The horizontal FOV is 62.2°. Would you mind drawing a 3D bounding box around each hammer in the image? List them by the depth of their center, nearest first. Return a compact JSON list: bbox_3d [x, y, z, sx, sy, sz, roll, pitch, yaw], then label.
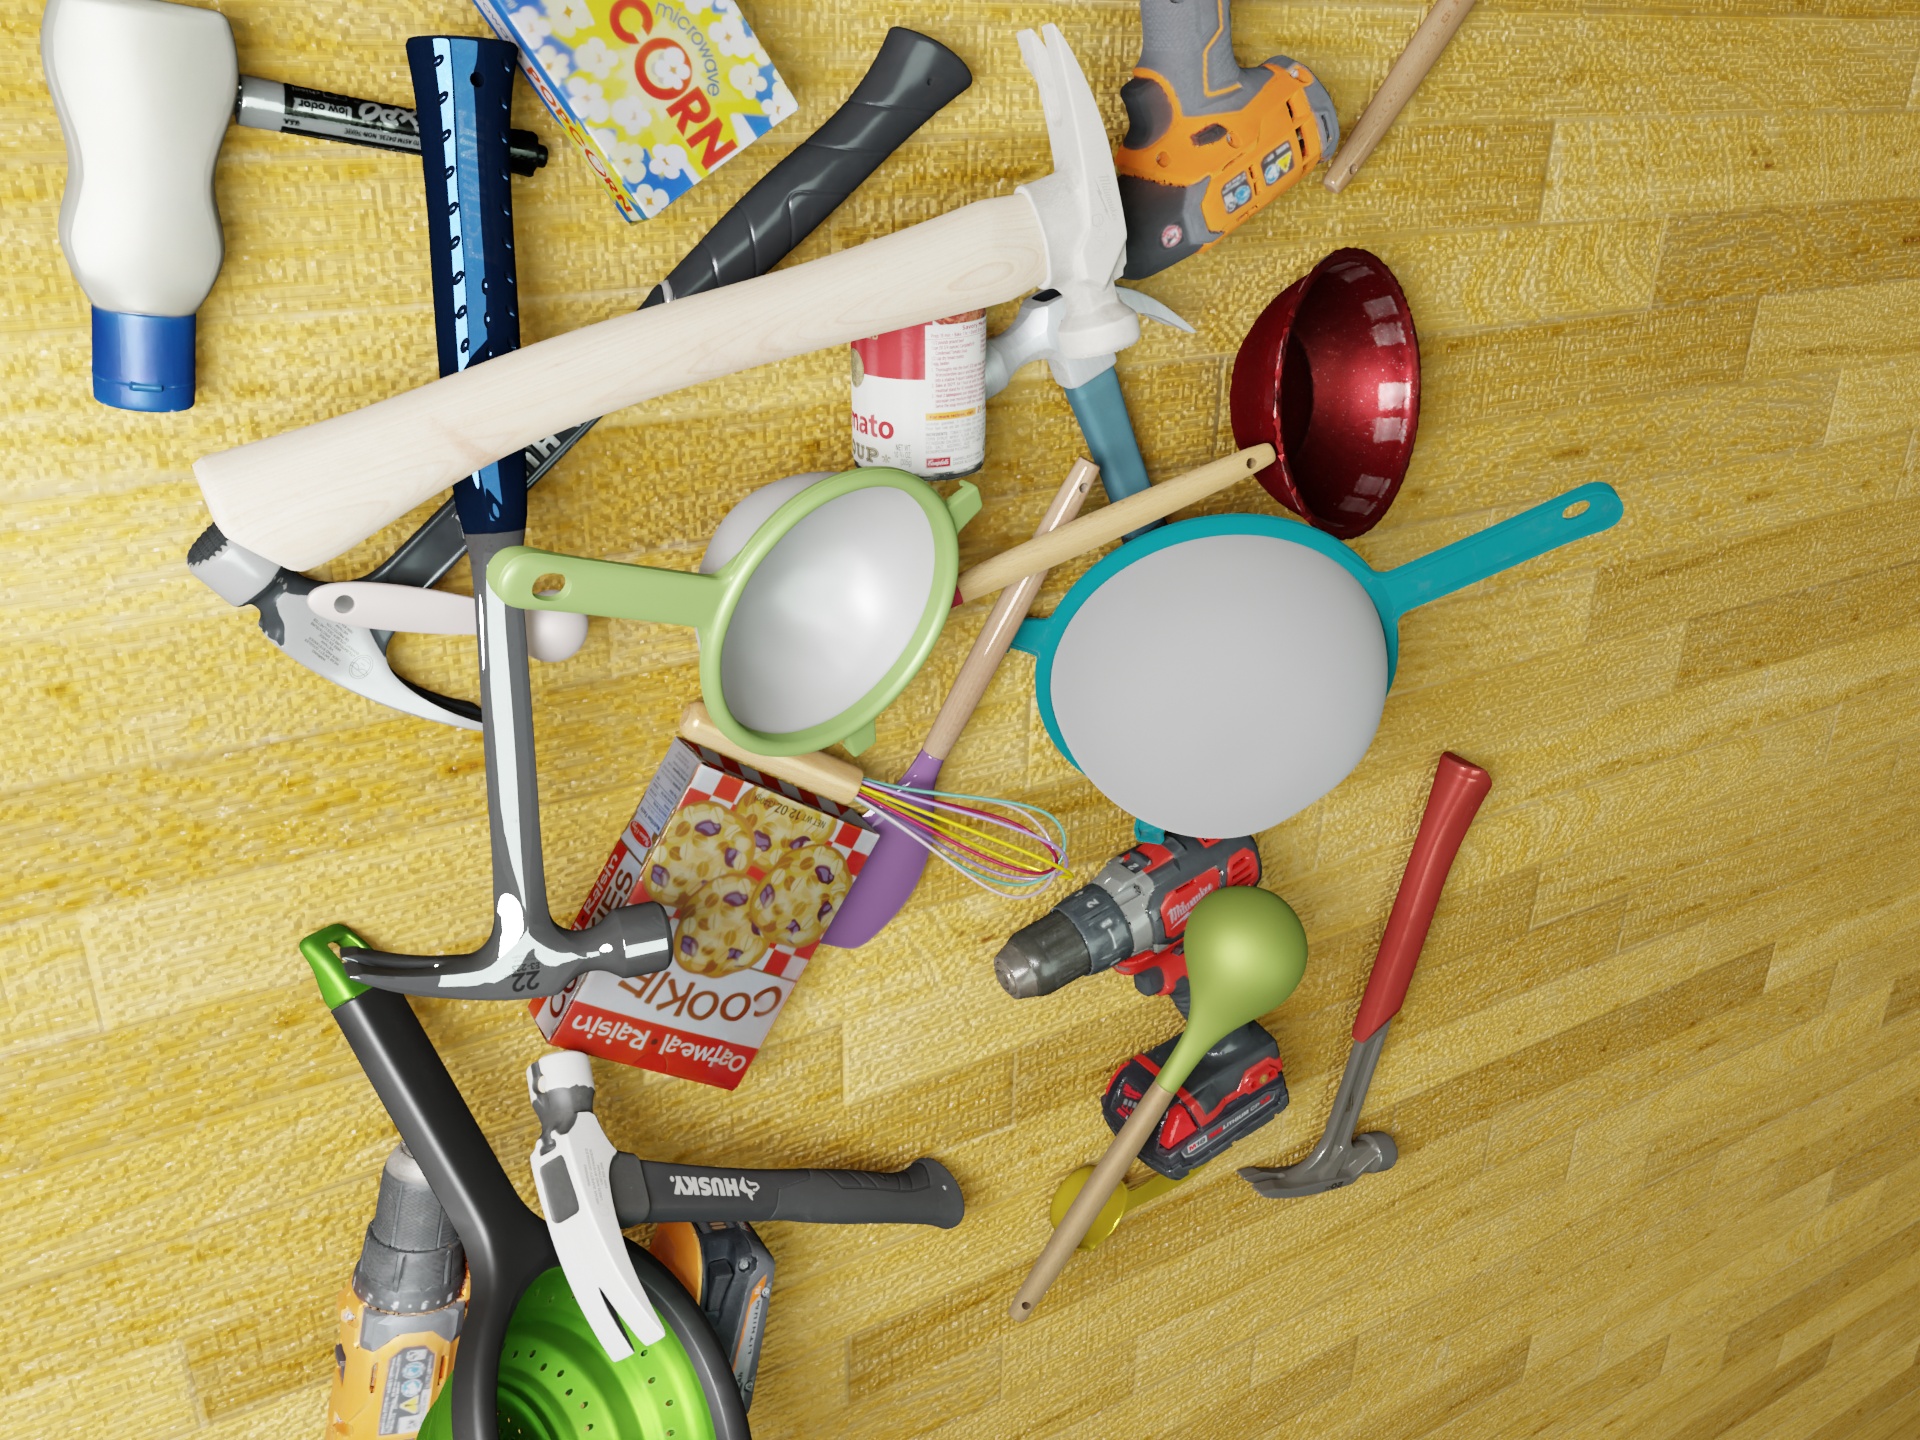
[{"bbox_3d":[-0.106,-0.168,0.657,0.410,0.038,0.146,-25,113,-23],"label":"hammer"},{"bbox_3d":[-0.202,-0.069,0.671,0.144,0.035,0.405,-8,107,-27],"label":"hammer"},{"bbox_3d":[-0.143,-0.166,0.724,0.409,0.036,0.149,-46,129,-7],"label":"hammer"},{"bbox_3d":[-0.100,0.272,0.893,0.035,0.146,0.334,-33,149,22],"label":"hammer"},{"bbox_3d":[0.107,-0.102,0.919,0.128,0.033,0.330,-36,126,-13],"label":"hammer"},{"bbox_3d":[0.315,0.195,1.190,0.149,0.037,0.359,1,111,-34],"label":"hammer"}]

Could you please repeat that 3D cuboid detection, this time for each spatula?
[{"bbox_3d":[-0.001,-0.003,0.885,0.059,0.018,0.316,17,109,-34],"label":"spatula"},{"bbox_3d":[0.303,-0.429,0.888,0.082,0.044,0.317,32,93,-42],"label":"spatula"}]

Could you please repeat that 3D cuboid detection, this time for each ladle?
[{"bbox_3d":[0.022,-0.080,0.832,0.315,0.031,0.069,-24,110,-5],"label":"ladle"},{"bbox_3d":[0.114,0.243,0.992,0.078,0.062,0.320,29,103,-3],"label":"ladle"}]

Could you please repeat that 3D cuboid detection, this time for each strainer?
[{"bbox_3d":[-0.110,-0.063,0.716,0.256,0.069,0.151,3,118,-50],"label":"strainer"},{"bbox_3d":[0.205,-0.029,0.874,0.340,0.095,0.210,-25,125,18],"label":"strainer"}]

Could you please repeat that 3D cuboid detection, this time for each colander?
[{"bbox_3d":[-0.234,0.288,0.764,0.094,0.204,0.397,-29,91,16],"label":"colander"}]

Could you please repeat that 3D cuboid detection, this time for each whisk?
[{"bbox_3d":[-0.038,0.042,0.860,0.244,0.047,0.051,24,106,-25],"label":"whisk"}]

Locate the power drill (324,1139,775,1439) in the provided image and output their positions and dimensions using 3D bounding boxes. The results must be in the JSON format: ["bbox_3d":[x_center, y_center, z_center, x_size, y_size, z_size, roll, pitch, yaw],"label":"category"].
[{"bbox_3d":[-0.220,0.310,0.867,0.226,0.084,0.185,5,101,-30],"label":"power drill"}]

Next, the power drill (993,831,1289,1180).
[{"bbox_3d":[0.122,0.187,1.037,0.188,0.080,0.226,-26,120,-21],"label":"power drill"}]

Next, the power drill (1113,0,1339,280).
[{"bbox_3d":[0.090,-0.331,0.772,0.164,0.084,0.226,-39,131,-12],"label":"power drill"}]

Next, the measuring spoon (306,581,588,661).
[{"bbox_3d":[-0.220,-0.044,0.695,0.124,0.018,0.034,5,109,-36],"label":"measuring spoon"}]

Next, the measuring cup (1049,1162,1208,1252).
[{"bbox_3d":[0.123,0.331,1.141,0.156,0.029,0.062,-10,117,-43],"label":"measuring cup"}]
